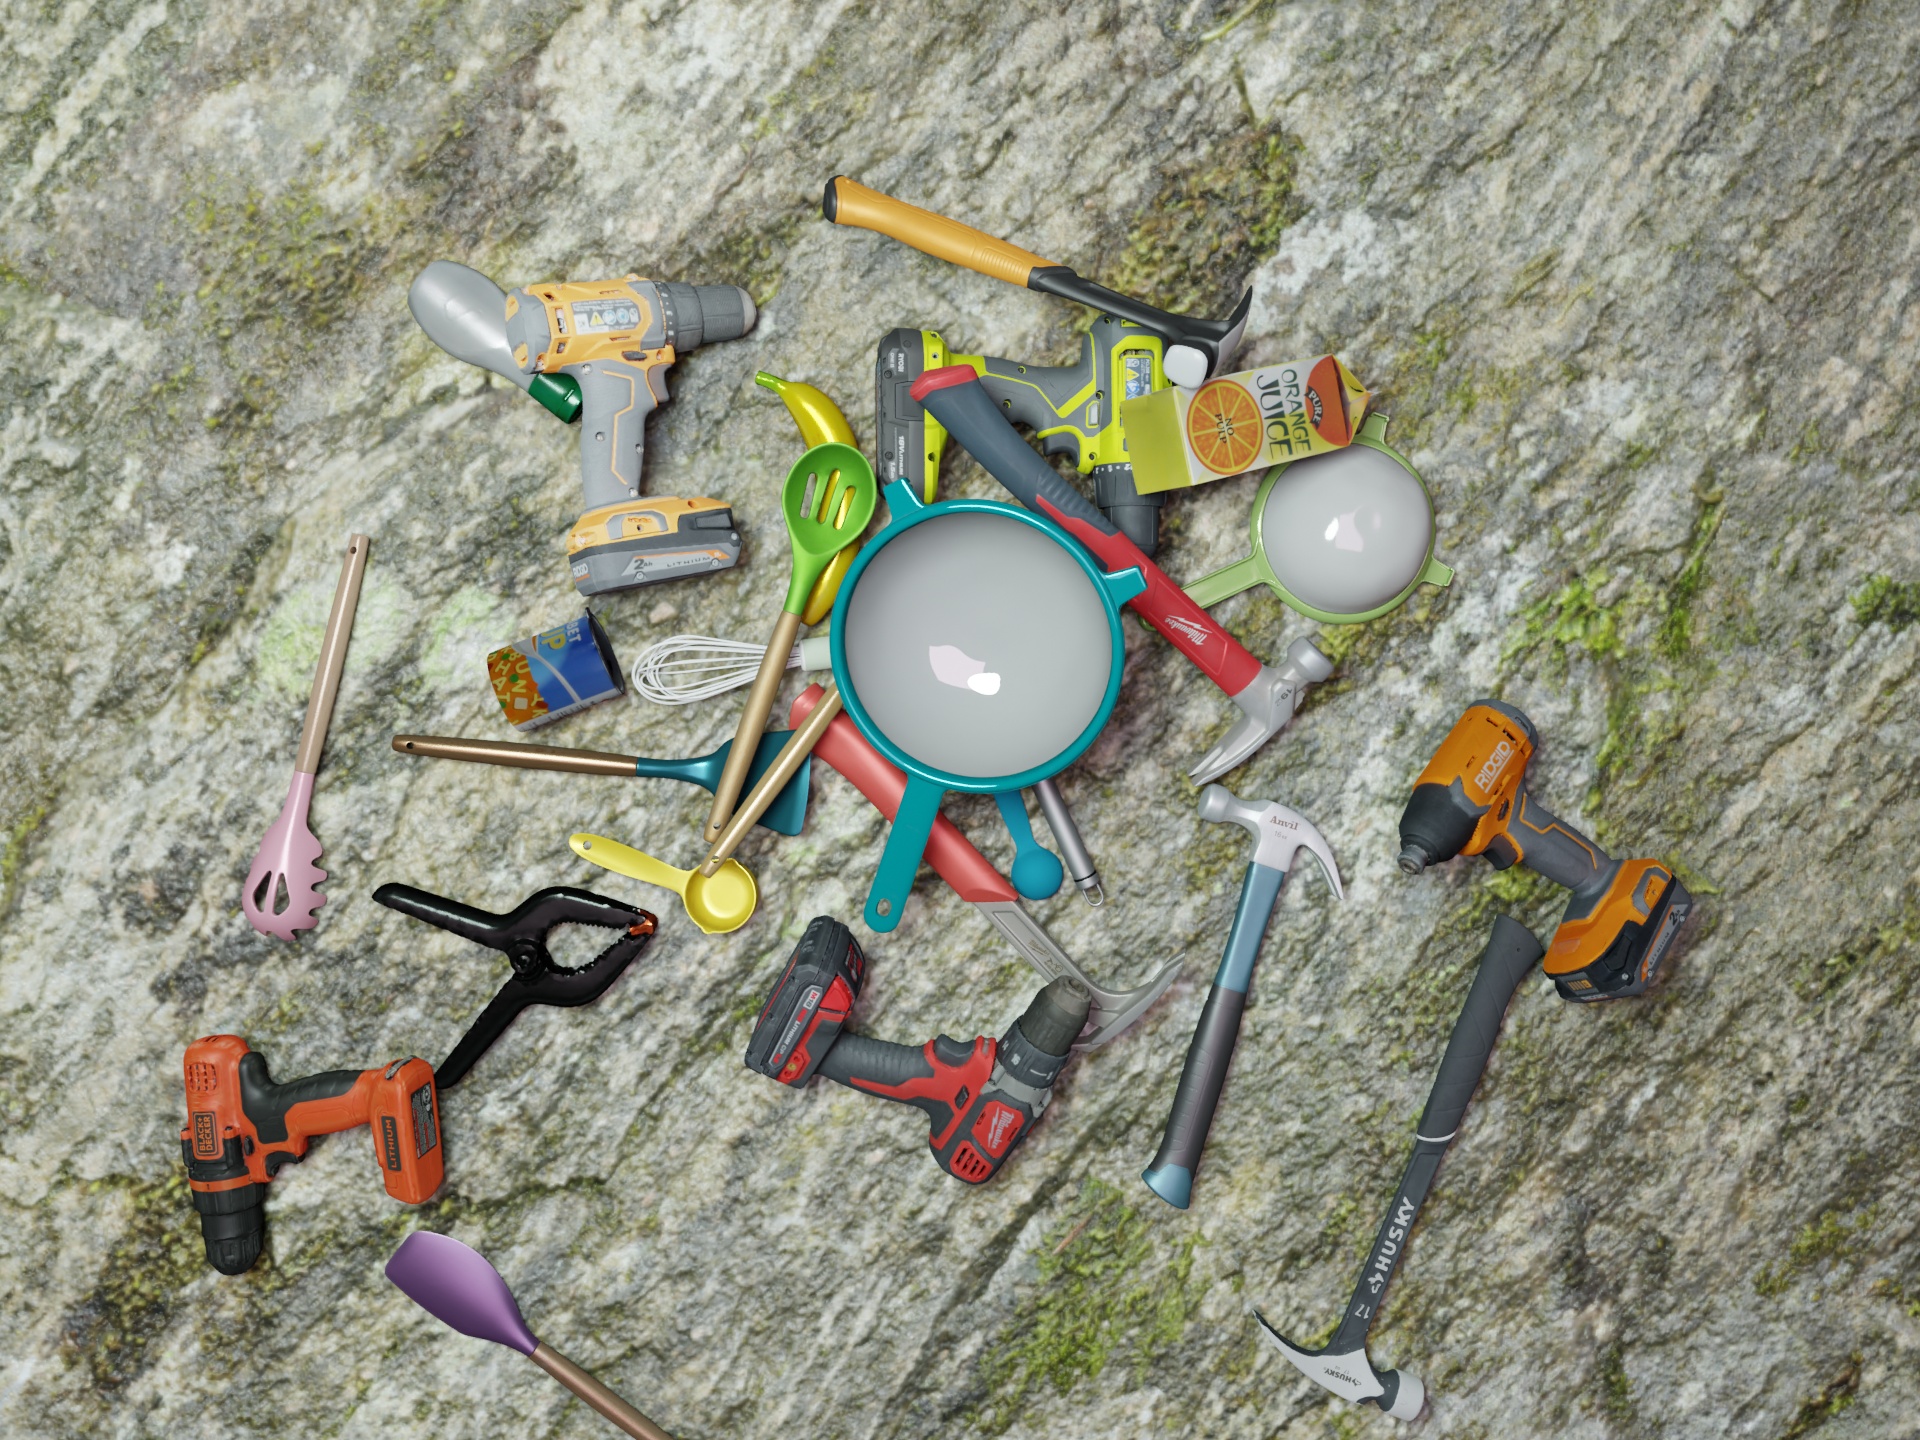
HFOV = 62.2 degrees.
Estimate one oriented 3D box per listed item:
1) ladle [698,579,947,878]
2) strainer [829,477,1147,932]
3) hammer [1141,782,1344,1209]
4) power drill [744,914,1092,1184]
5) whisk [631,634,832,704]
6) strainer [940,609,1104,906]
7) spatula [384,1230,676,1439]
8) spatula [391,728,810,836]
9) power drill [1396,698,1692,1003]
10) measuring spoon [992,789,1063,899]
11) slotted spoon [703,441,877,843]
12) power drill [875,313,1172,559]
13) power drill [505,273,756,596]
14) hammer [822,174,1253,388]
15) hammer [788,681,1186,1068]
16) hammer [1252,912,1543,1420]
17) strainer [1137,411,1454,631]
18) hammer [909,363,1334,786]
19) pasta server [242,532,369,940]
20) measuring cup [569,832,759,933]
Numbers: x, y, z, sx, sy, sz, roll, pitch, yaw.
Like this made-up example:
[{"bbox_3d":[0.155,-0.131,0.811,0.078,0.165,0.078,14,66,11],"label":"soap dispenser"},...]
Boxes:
[{"bbox_3d":[-0.100,-0.012,1.198,0.069,0.031,0.315,36,83,-5],"label":"ladle"},{"bbox_3d":[-0.002,-0.004,1.173,0.211,0.095,0.340,21,110,6],"label":"strainer"},{"bbox_3d":[0.209,0.225,1.265,0.128,0.033,0.331,17,91,-3],"label":"hammer"},{"bbox_3d":[-0.028,0.235,1.204,0.226,0.080,0.188,28,111,-6],"label":"power drill"},{"bbox_3d":[-0.129,-0.048,1.228,0.246,0.058,0.059,-7,127,-7],"label":"whisk"},{"bbox_3d":[0.054,0.031,1.242,0.087,0.050,0.258,-25,98,-4],"label":"strainer"},{"bbox_3d":[-0.312,0.506,1.246,0.316,0.018,0.060,39,88,-4],"label":"spatula"},{"bbox_3d":[-0.274,0.032,1.216,0.317,0.044,0.082,5,94,-5],"label":"spatula"},{"bbox_3d":[0.441,0.114,1.232,0.226,0.084,0.164,45,64,-4],"label":"power drill"},{"bbox_3d":[0.046,0.082,1.252,0.042,0.021,0.128,-21,95,-3],"label":"measuring spoon"},{"bbox_3d":[-0.137,-0.057,1.191,0.070,0.031,0.314,19,91,-11],"label":"slotted spoon"},{"bbox_3d":[0.052,-0.214,1.216,0.228,0.080,0.190,-1,92,-7],"label":"power drill"},{"bbox_3d":[-0.225,-0.218,1.184,0.185,0.084,0.226,-14,95,-28],"label":"power drill"},{"bbox_3d":[0.050,-0.340,1.184,0.337,0.127,0.034,25,132,14],"label":"hammer"},{"bbox_3d":[0.006,0.105,1.231,0.149,0.037,0.359,-42,92,16],"label":"hammer"},{"bbox_3d":[0.370,0.349,1.280,0.149,0.036,0.409,22,90,-4],"label":"hammer"},{"bbox_3d":[0.259,-0.129,1.235,0.256,0.069,0.151,-24,94,-4],"label":"strainer"},{"bbox_3d":[0.101,-0.113,1.188,0.386,0.038,0.143,40,103,-17],"label":"hammer"},{"bbox_3d":[-0.491,0.013,1.213,0.060,0.040,0.316,12,87,-4],"label":"pasta server"},{"bbox_3d":[-0.230,0.118,1.239,0.156,0.029,0.062,20,91,7],"label":"measuring cup"}]
